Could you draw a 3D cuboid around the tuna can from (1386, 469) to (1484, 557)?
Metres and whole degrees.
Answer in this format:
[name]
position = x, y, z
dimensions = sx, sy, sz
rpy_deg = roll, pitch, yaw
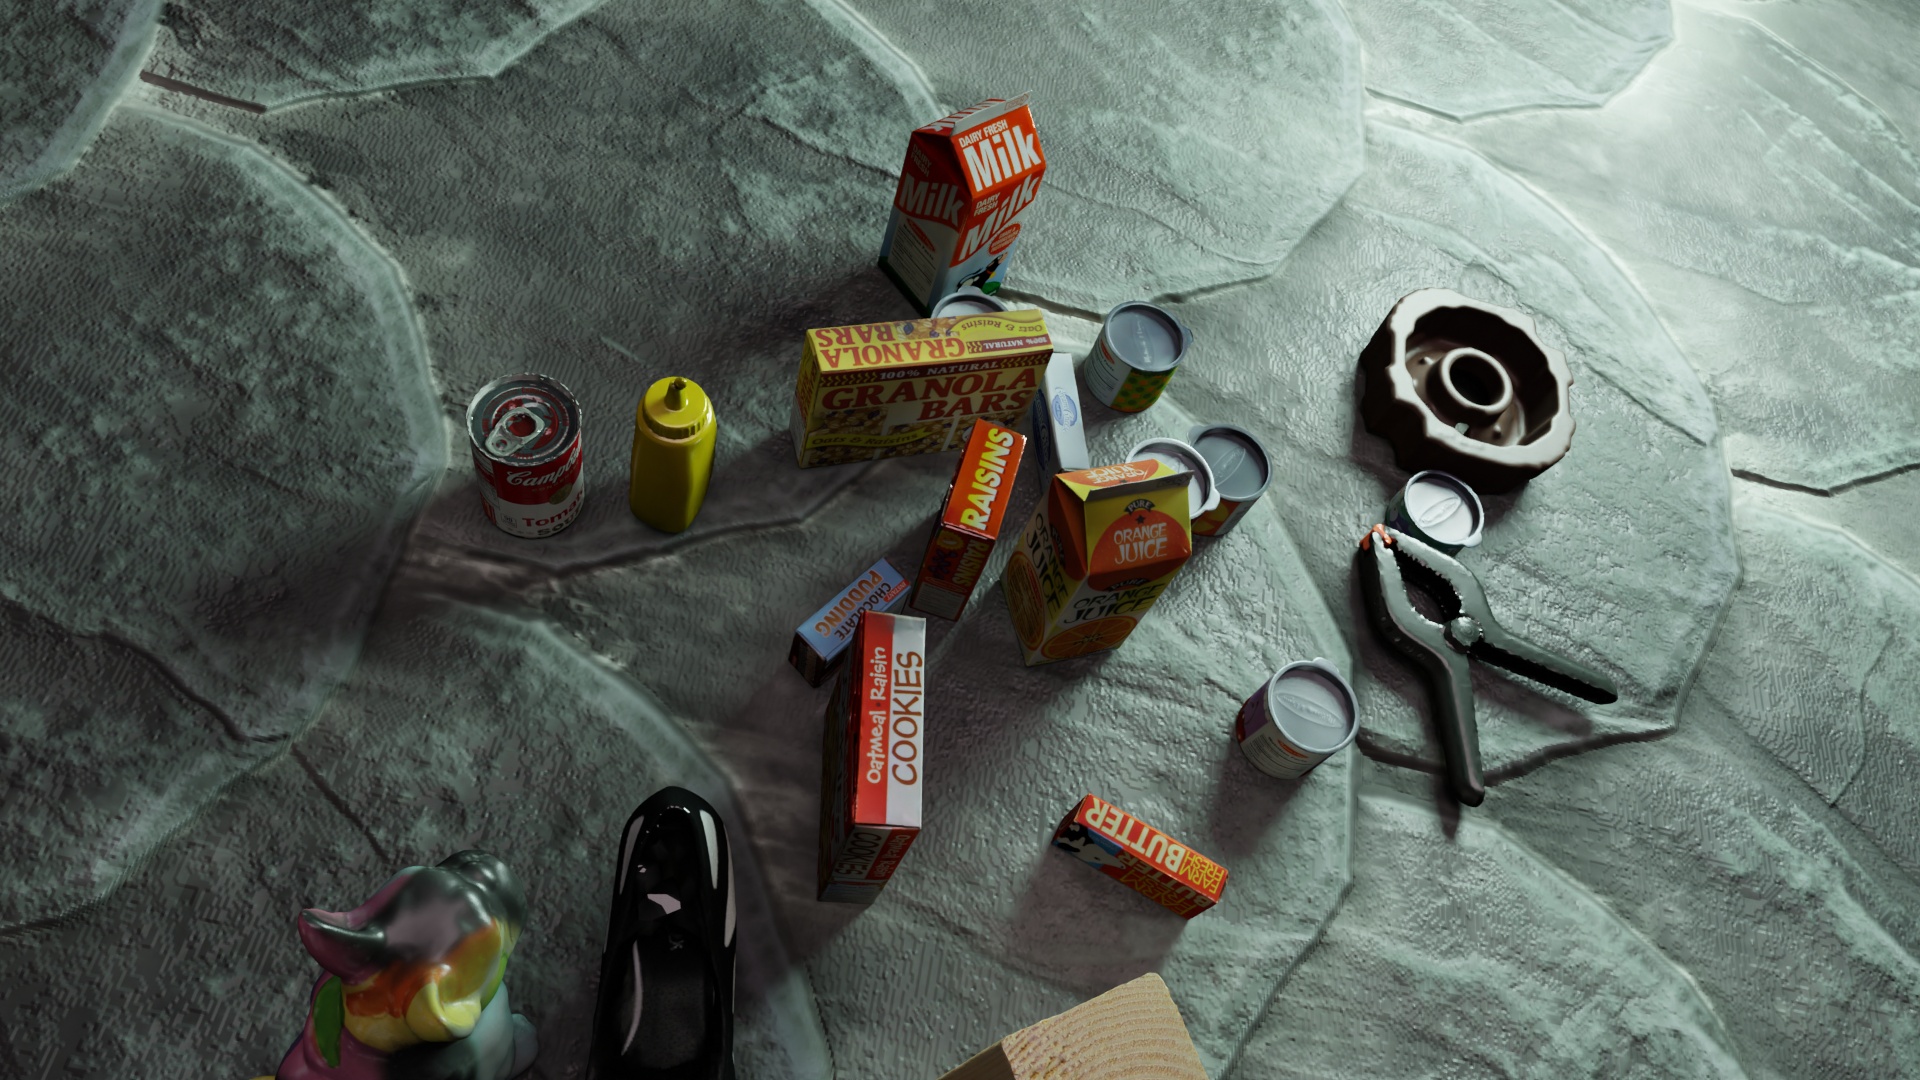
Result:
[tuna can]
position = 0.368, -0.016, 1.074
dimensions = 0.071, 0.032, 0.071
rpy_deg = 6, 61, -11

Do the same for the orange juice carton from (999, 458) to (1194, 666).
[orange juice carton]
position = 0.088, 0.008, 0.900
dimensions = 0.072, 0.191, 0.073
rpy_deg = -9, 65, -18

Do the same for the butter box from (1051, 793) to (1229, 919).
[butter box]
position = 0.114, 0.201, 0.882
dimensions = 0.103, 0.053, 0.024
rpy_deg = 29, 60, 3

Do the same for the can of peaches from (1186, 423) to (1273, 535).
[can of peaches]
position = 0.188, -0.046, 1.032
dimensions = 0.071, 0.057, 0.071
rpy_deg = 6, 61, -11

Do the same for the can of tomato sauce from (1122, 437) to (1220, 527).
[can of tomato sauce]
position = 0.138, -0.023, 0.993
dimensions = 0.071, 0.082, 0.071
rpy_deg = 6, 61, -11

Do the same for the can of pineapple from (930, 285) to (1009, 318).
[can of pineapple]
position = 0.005, -0.145, 1.041
dimensions = 0.071, 0.057, 0.071
rpy_deg = 6, 61, -11

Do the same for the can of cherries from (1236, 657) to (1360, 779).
[can of cherries]
position = 0.231, 0.122, 0.951
dimensions = 0.071, 0.058, 0.072
rpy_deg = 6, 61, -11

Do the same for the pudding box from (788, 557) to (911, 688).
[pudding box]
position = -0.073, 0.054, 0.919
dimensions = 0.030, 0.049, 0.084
rpy_deg = 43, 61, 11

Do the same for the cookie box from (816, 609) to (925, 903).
[cookie box]
position = -0.055, 0.131, 0.813
dimensions = 0.040, 0.166, 0.123
rpy_deg = 6, 61, -11

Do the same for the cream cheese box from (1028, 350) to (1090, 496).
[cream cheese box]
position = 0.071, -0.083, 1.026
dimensions = 0.024, 0.053, 0.104
rpy_deg = 0, 62, -13

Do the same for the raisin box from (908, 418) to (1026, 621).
[raisin box]
position = 0.003, -0.012, 0.930
dimensions = 0.040, 0.122, 0.086
rpy_deg = 20, 60, -3

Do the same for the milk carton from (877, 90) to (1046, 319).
[milk carton]
position = 0.002, -0.251, 1.021
dimensions = 0.072, 0.189, 0.073
rpy_deg = -32, 73, -26

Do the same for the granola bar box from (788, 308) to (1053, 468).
[granola bar box]
position = -0.030, -0.105, 0.973
dimensions = 0.166, 0.123, 0.039
rpy_deg = -8, 65, -18

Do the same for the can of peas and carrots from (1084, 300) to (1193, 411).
[can of peas and carrots]
position = 0.136, -0.141, 1.070
dimensions = 0.071, 0.058, 0.071
rpy_deg = 6, 61, -11

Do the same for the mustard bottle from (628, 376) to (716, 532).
[mustard bottle]
position = -0.184, -0.064, 0.892
dimensions = 0.049, 0.159, 0.065
rpy_deg = 18, 60, -4
